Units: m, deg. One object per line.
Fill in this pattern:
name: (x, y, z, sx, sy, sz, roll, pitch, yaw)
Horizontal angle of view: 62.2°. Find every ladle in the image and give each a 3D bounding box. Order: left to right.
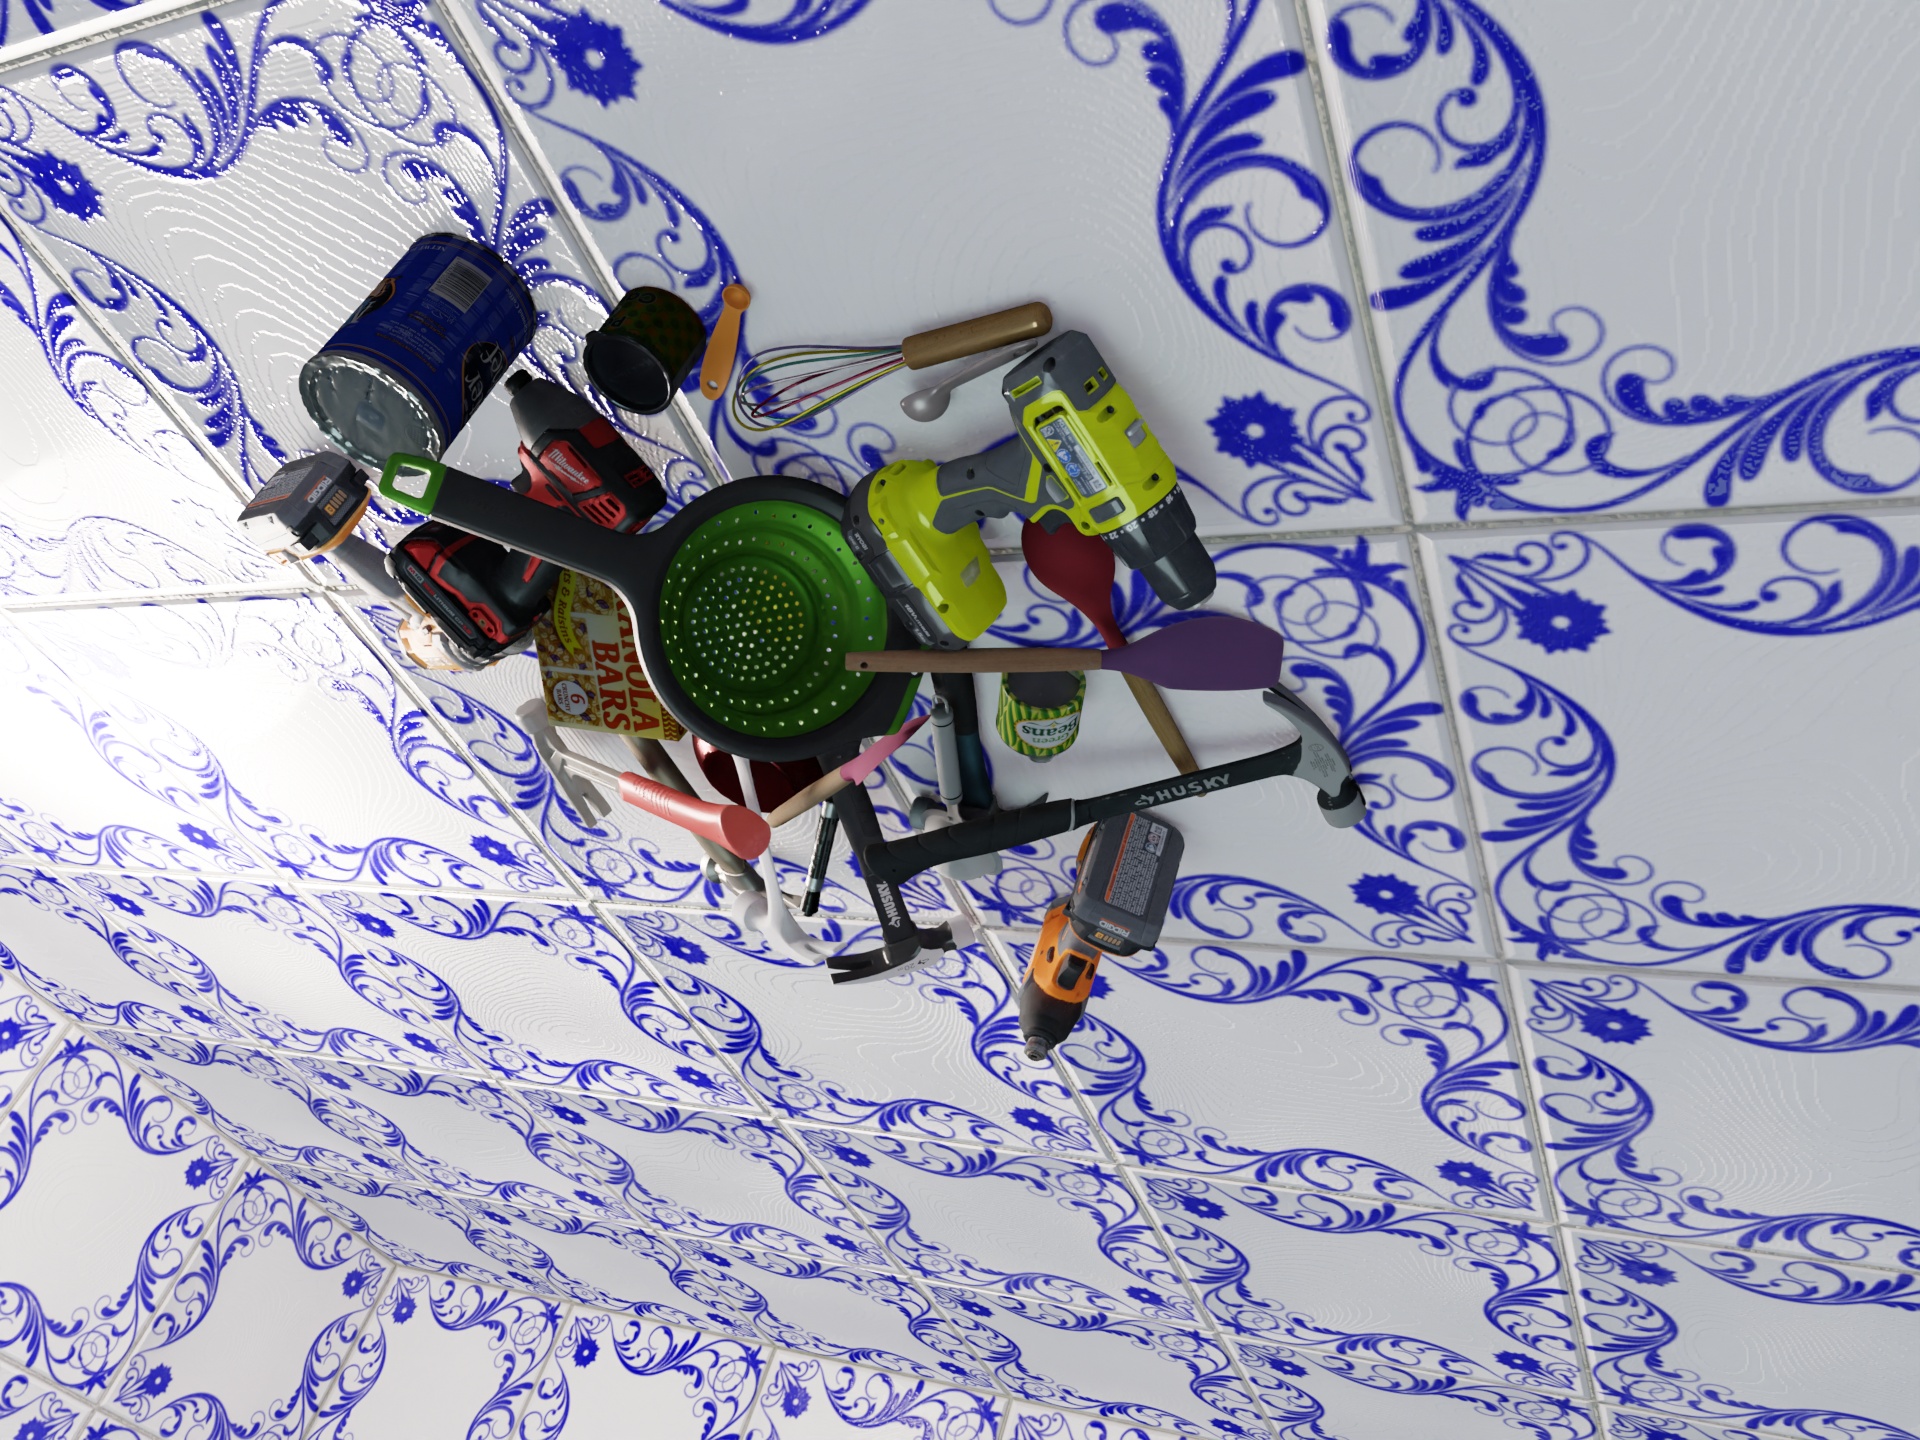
ladle: (0.128, -0.041, 1.202, 0.069, 0.031, 0.315, -4, 138, 32)

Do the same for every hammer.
hammer: (-0.279, 0.073, 1.428, 0.359, 0.037, 0.149, 16, 140, 48)
hammer: (-0.280, 0.032, 1.462, 0.146, 0.038, 0.410, 21, 150, 47)
hammer: (-0.180, 0.032, 1.330, 0.144, 0.035, 0.405, 25, 133, 45)
hammer: (-0.087, 0.127, 1.465, 0.146, 0.035, 0.334, -21, 134, -5)
hammer: (-0.002, -0.004, 1.308, 0.128, 0.033, 0.330, 10, 142, 18)
hammer: (0.105, 0.069, 1.274, 0.409, 0.036, 0.149, -16, 128, 23)

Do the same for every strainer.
strainer: (-0.009, 0.068, 1.345, 0.087, 0.050, 0.258, 24, 144, 26)

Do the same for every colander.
colander: (-0.216, -0.099, 1.141, 0.396, 0.204, 0.094, 20, 173, -21)

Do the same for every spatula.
spatula: (0.075, -0.046, 1.144, 0.316, 0.018, 0.059, -1, 117, -2)

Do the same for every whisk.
whisk: (-0.051, -0.230, 1.039, 0.245, 0.047, 0.051, -8, 134, 30)

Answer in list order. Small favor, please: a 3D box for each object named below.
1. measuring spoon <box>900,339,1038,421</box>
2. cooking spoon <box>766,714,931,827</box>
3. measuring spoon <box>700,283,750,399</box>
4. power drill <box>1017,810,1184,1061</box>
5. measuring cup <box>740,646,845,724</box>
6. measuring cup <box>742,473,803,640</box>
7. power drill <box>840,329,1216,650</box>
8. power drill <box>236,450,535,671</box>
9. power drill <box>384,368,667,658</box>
measuring spoon: (0.007, -0.216, 1.023, 0.124, 0.034, 0.018, -16, 86, 48)
cooking spoon: (-0.101, 0.049, 1.298, 0.017, 0.069, 0.319, 48, 150, -6)
measuring spoon: (-0.161, -0.259, 1.089, 0.021, 0.011, 0.117, 25, 147, -6)
power drill: (0.111, 0.194, 1.393, 0.084, 0.164, 0.226, 24, 142, -1)
measuring cup: (-0.109, -0.034, 1.321, 0.167, 0.038, 0.083, -1, 138, 28)
measuring cup: (-0.139, -0.130, 1.234, 0.062, 0.029, 0.156, 13, 131, 7)
power drill: (0.046, -0.130, 1.060, 0.228, 0.080, 0.190, -21, 110, 43)
power drill: (-0.472, -0.122, 1.339, 0.185, 0.084, 0.226, 1, 144, 48)
power drill: (-0.335, -0.158, 1.213, 0.219, 0.078, 0.143, -37, 98, 32)
